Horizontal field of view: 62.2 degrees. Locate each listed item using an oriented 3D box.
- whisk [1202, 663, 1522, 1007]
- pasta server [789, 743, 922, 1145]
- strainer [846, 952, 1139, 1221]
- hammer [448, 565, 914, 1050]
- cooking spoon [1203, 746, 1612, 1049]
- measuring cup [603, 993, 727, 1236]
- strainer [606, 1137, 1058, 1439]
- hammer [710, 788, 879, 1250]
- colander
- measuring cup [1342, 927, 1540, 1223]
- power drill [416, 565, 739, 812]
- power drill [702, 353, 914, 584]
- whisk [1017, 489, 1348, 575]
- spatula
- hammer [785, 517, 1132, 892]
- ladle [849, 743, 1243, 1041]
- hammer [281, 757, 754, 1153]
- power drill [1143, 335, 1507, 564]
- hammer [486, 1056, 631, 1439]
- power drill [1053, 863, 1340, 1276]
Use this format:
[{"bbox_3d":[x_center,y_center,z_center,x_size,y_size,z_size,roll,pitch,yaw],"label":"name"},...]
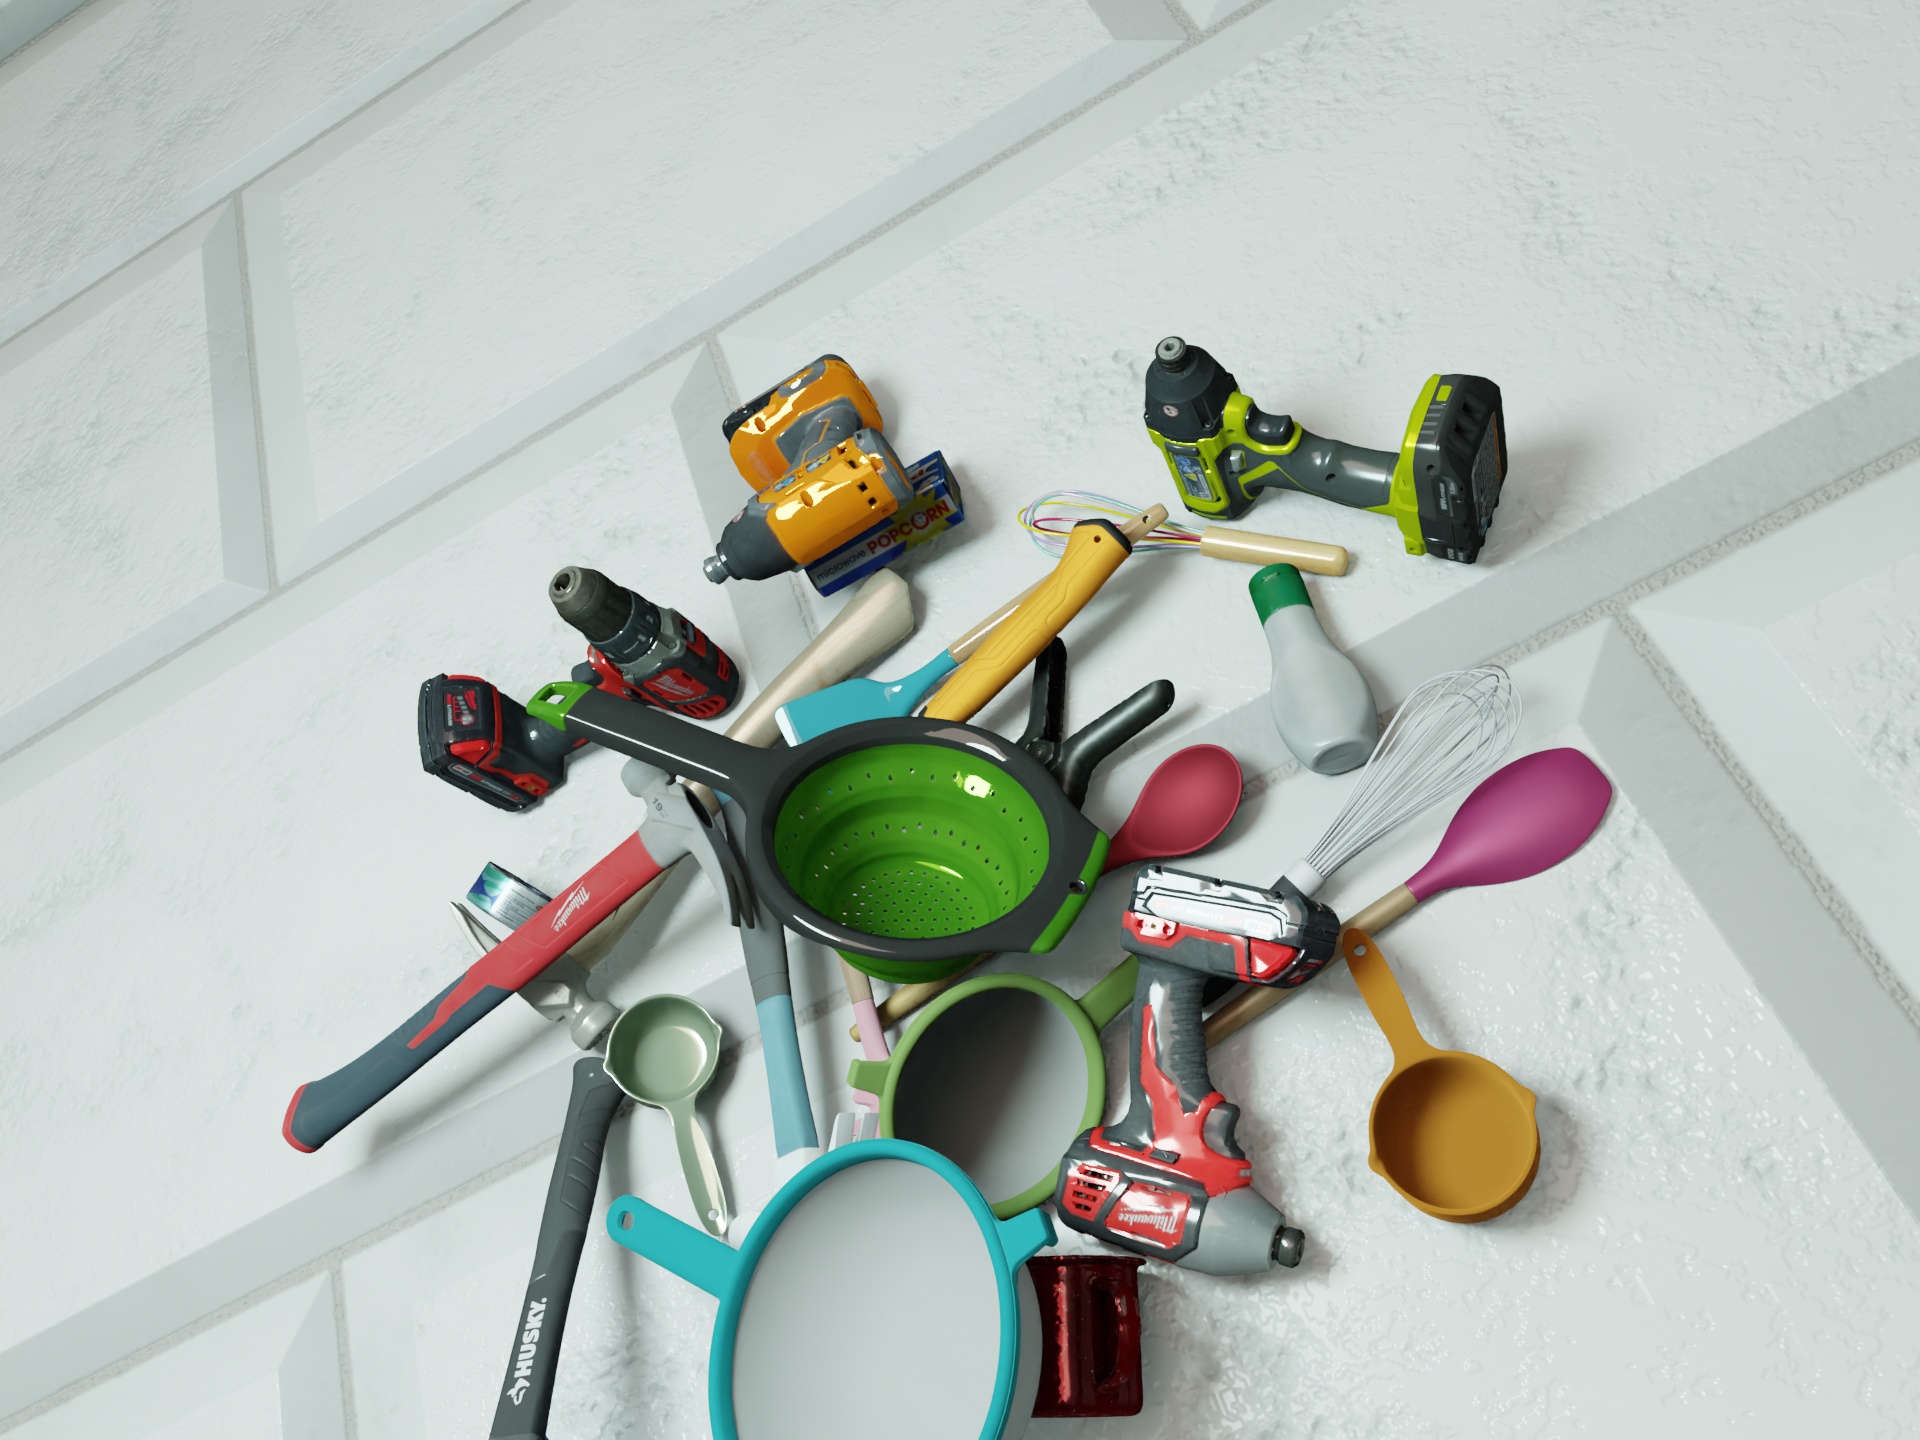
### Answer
[{"bbox_3d":[0.233,0.073,0.973,0.284,0.070,0.070,-46,54,3],"label":"whisk"},{"bbox_3d":[-0.077,0.160,1.048,0.060,0.040,0.316,-37,62,43],"label":"pasta server"},{"bbox_3d":[0.049,0.192,0.985,0.256,0.151,0.069,-37,19,-20],"label":"strainer"},{"bbox_3d":[-0.189,0.039,1.175,0.146,0.038,0.410,40,81,5],"label":"hammer"},{"bbox_3d":[0.251,0.119,0.961,0.319,0.017,0.069,-36,56,4],"label":"cooking spoon"},{"bbox_3d":[-0.187,0.269,1.079,0.083,0.038,0.168,-17,69,-12],"label":"measuring cup"},{"bbox_3d":[-0.074,0.333,0.893,0.340,0.095,0.211,6,71,46],"label":"strainer"},{"bbox_3d":[-0.127,0.174,1.056,0.128,0.033,0.331,-33,58,35],"label":"hammer"},{"bbox_3d":[-0.105,0.071,1.026,0.397,0.094,0.205,19,45,17],"label":"colander"},{"bbox_3d":[0.260,0.198,0.896,0.095,0.052,0.174,-28,54,10],"label":"measuring cup"},{"bbox_3d":[-0.305,-0.028,1.206,0.226,0.187,0.080,-24,57,17],"label":"power drill"},{"bbox_3d":[-0.127,-0.187,1.218,0.164,0.084,0.227,-30,30,8],"label":"power drill"},{"bbox_3d":[0.151,-0.128,1.127,0.245,0.047,0.051,13,97,26],"label":"whisk"},{"bbox_3d":[0.014,-0.059,1.135,0.317,0.044,0.082,-35,81,15],"label":"spatula"},{"bbox_3d":[-0.002,-0.004,1.100,0.337,0.034,0.127,-47,63,6],"label":"hammer"},{"bbox_3d":[0.055,0.121,1.050,0.315,0.031,0.069,-36,52,7],"label":"ladle"},{"bbox_3d":[-0.314,0.190,1.093,0.386,0.038,0.143,-39,67,10],"label":"hammer"},{"bbox_3d":[0.232,-0.181,1.041,0.223,0.171,0.080,15,72,27],"label":"power drill"},{"bbox_3d":[-0.259,0.344,0.996,0.146,0.035,0.335,-12,35,7],"label":"hammer"},{"bbox_3d":[0.144,0.203,0.914,0.143,0.078,0.220,10,84,29],"label":"power drill"}]
